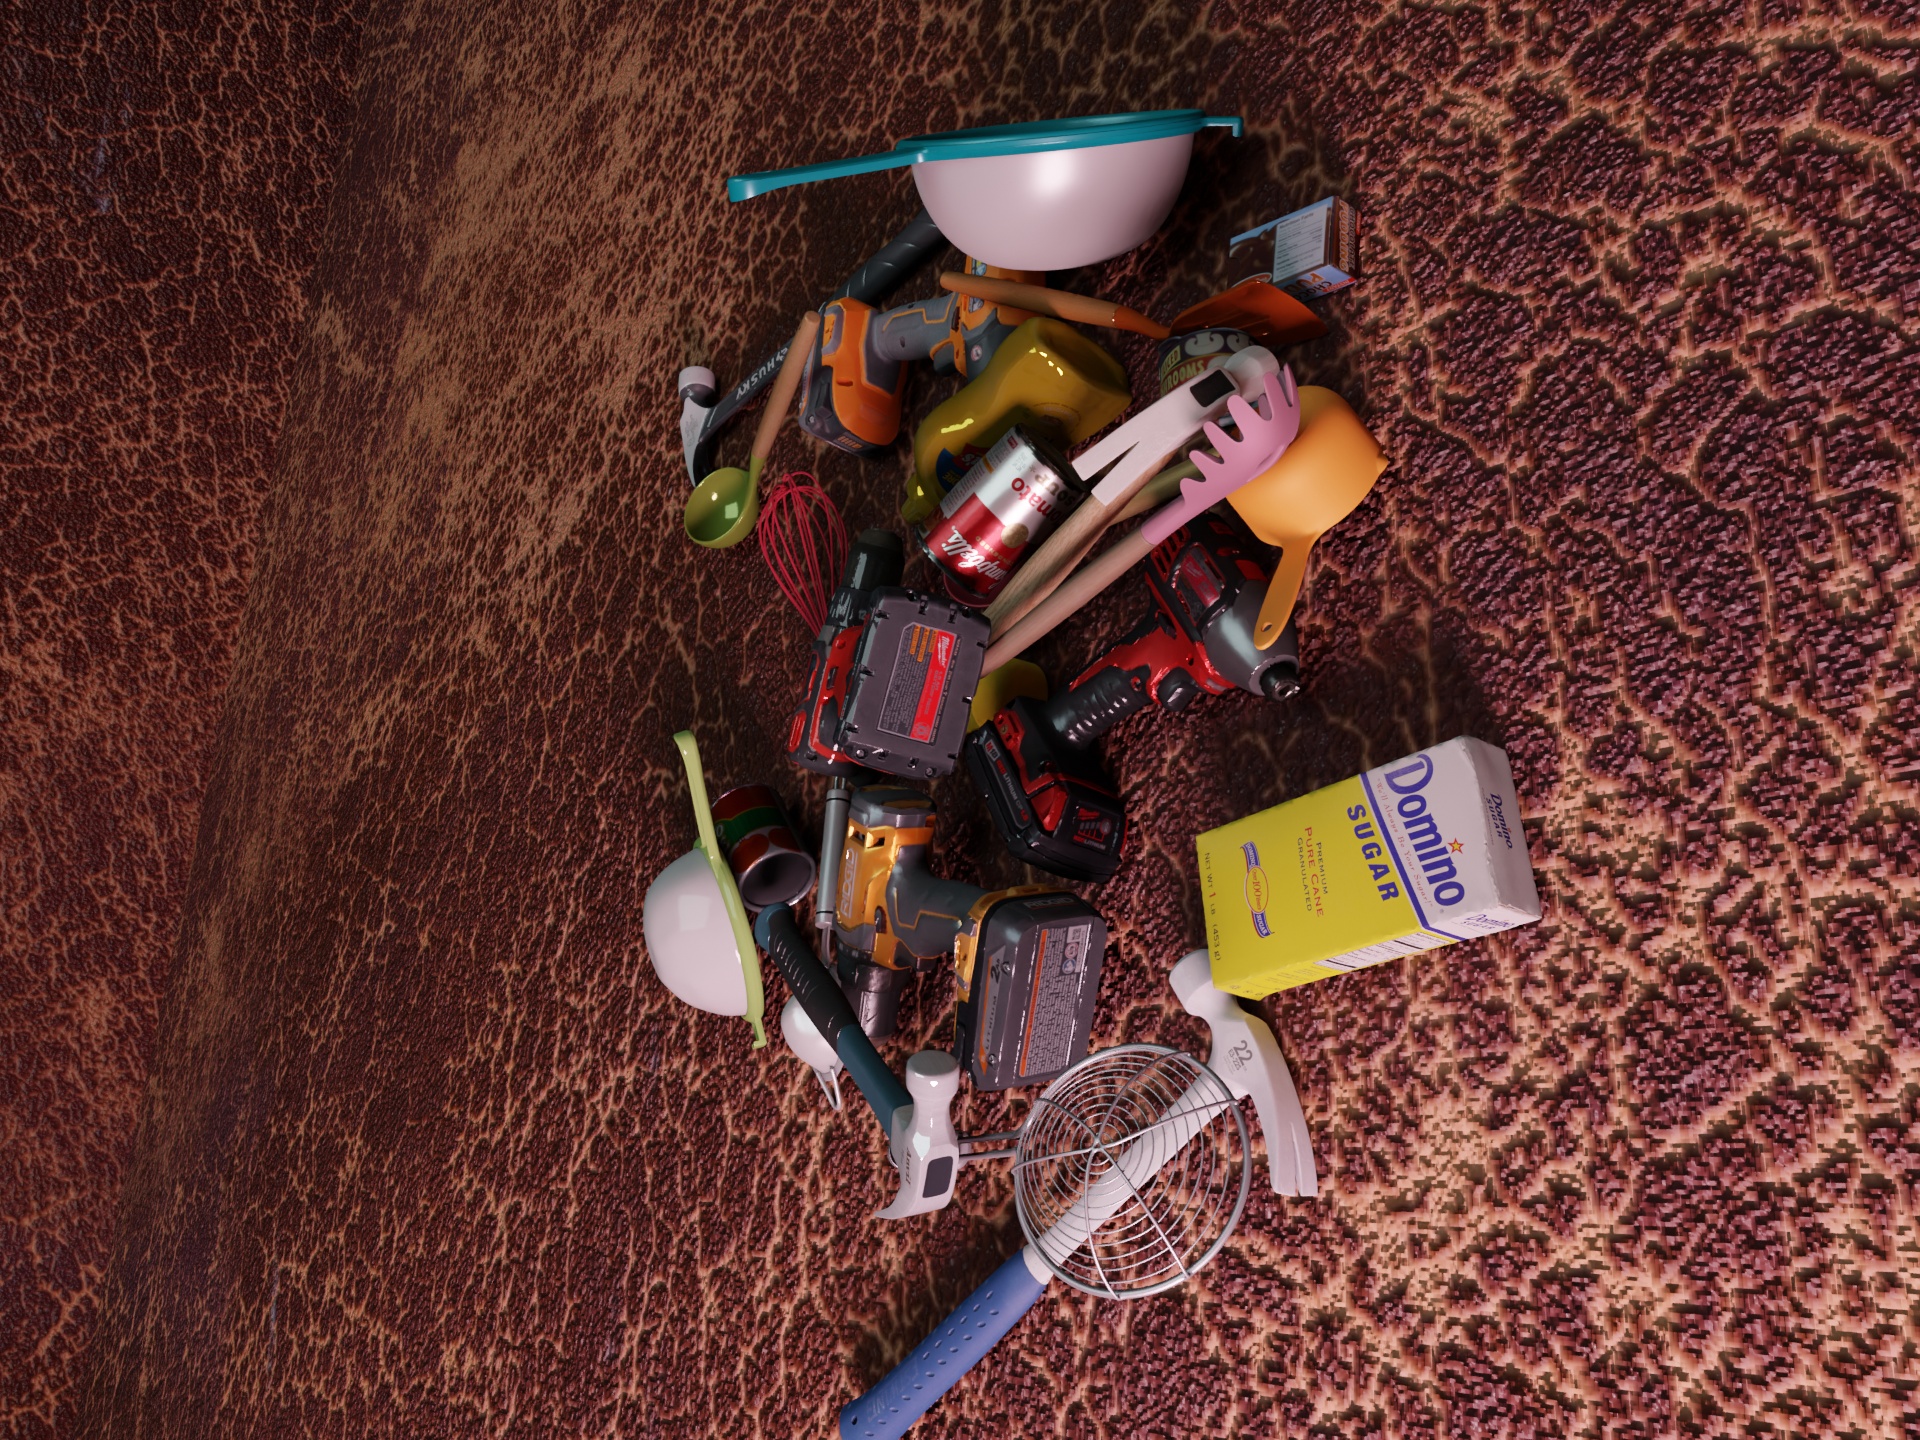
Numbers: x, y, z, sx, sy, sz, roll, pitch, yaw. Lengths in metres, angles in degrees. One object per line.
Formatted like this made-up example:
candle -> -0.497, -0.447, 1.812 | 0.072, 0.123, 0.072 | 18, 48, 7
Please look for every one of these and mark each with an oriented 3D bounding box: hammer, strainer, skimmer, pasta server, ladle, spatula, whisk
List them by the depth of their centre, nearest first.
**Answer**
skimmer -> 0.042, 0.256, 0.911 | 0.363, 0.090, 0.127 | 139, 153, -66
hammer -> 0.052, 0.320, 0.936 | 0.405, 0.035, 0.144 | -52, 42, 24
pasta server -> 0.091, -0.104, 0.945 | 0.040, 0.060, 0.316 | 55, 137, 2
hammer -> 0.069, -0.112, 1.015 | 0.031, 0.130, 0.331 | 52, 142, 7
hammer -> -0.075, 0.201, 1.031 | 0.331, 0.033, 0.128 | -140, 49, -60
spatula -> 0.094, -0.280, 1.055 | 0.323, 0.081, 0.041 | 28, 97, 45
ladle -> 0.106, -0.143, 1.061 | 0.315, 0.031, 0.069 | -21, 63, 43
strainer -> 0.009, -0.343, 1.067 | 0.211, 0.340, 0.095 | 31, 134, 56
strainer -> -0.102, 0.157, 1.189 | 0.087, 0.050, 0.259 | -35, 46, 56
strainer -> -0.210, 0.124, 1.201 | 0.152, 0.069, 0.256 | -131, 30, -53
whisk -> -0.108, -0.077, 1.275 | 0.073, 0.073, 0.296 | -37, 56, 36
ladle -> -0.175, -0.243, 1.337 | 0.320, 0.062, 0.078 | 129, 145, -59
hammer -> -0.132, -0.346, 1.425 | 0.409, 0.036, 0.149 | -29, 56, 41

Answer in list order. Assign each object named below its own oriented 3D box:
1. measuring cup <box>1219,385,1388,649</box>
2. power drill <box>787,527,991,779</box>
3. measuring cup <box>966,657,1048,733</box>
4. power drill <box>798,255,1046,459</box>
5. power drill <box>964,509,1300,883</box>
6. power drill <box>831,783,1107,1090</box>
measuring cup -> 0.177, -0.118, 0.891 | 0.095, 0.052, 0.174 | -15, 40, 43
power drill -> -0.055, -0.049, 1.110 | 0.227, 0.080, 0.188 | -175, 100, -72
measuring cup -> -0.002, -0.004, 1.133 | 0.156, 0.029, 0.062 | -20, 61, 43
power drill -> -0.026, -0.280, 1.235 | 0.226, 0.084, 0.164 | -14, 66, 43
power drill -> 0.110, -0.009, 0.966 | 0.219, 0.078, 0.143 | -48, 43, 23
power drill -> -0.012, 0.160, 1.031 | 0.226, 0.084, 0.185 | 26, 113, 51
